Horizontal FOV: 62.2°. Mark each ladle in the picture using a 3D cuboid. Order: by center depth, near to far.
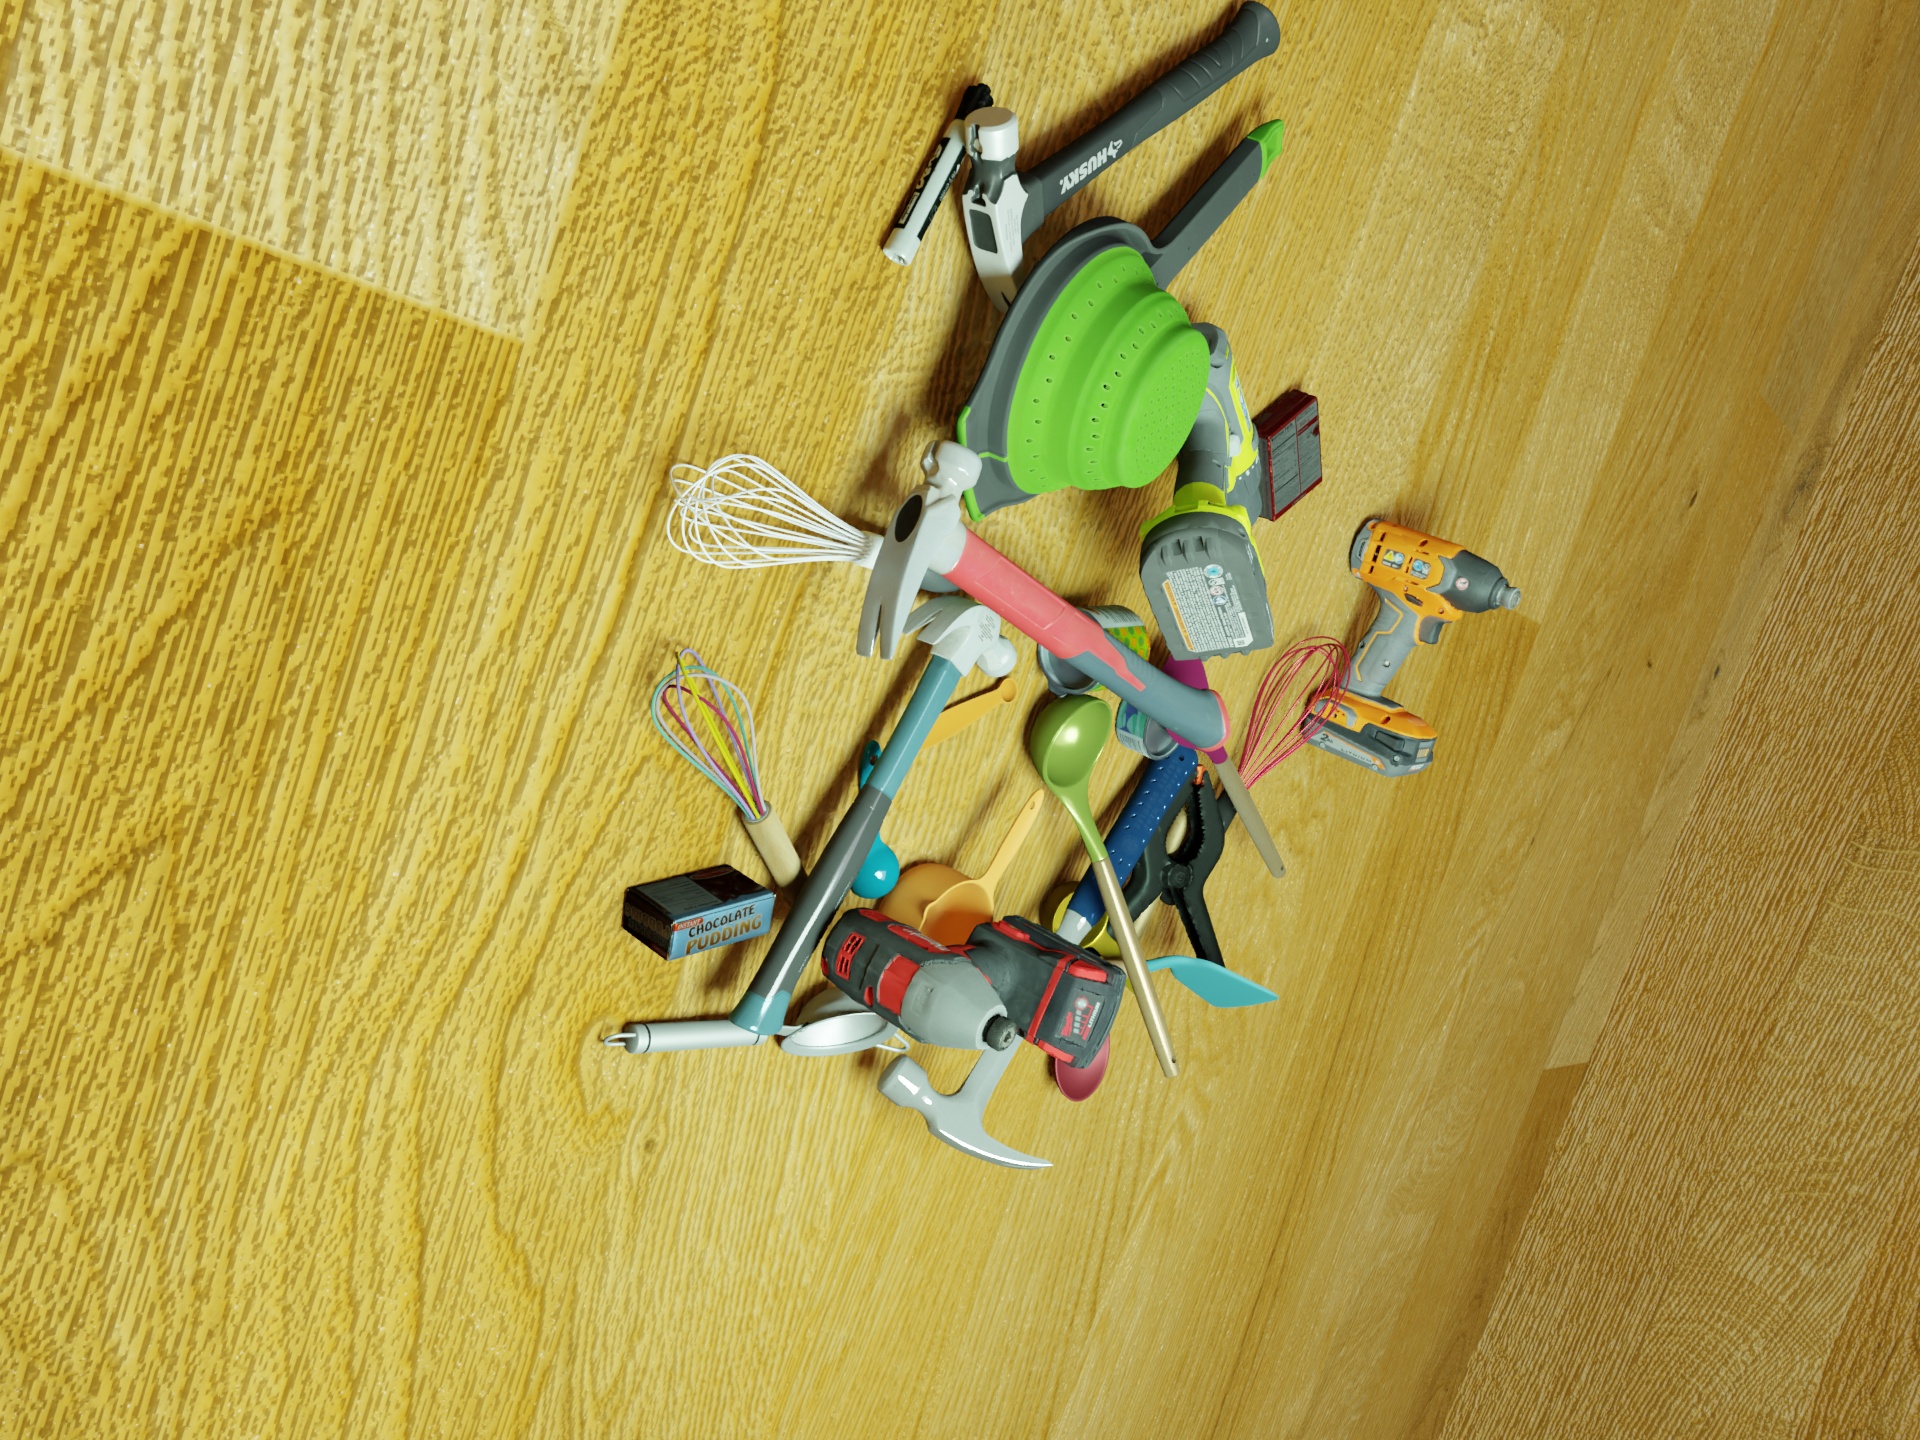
[{"bbox_3d":[0.126,0.132,1.249,0.078,0.062,0.320,-24,98,-40],"label":"ladle"},{"bbox_3d":[0.156,0.193,1.442,0.069,0.031,0.315,28,84,-39],"label":"ladle"}]

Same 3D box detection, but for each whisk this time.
[{"bbox_3d":[-0.077,-0.112,0.986,0.284,0.070,0.070,8,102,-57],"label":"whisk"},{"bbox_3d":[-0.136,0.048,1.005,0.051,0.047,0.244,-48,142,-25],"label":"whisk"},{"bbox_3d":[0.270,0.046,1.477,0.296,0.073,0.073,-56,142,-5],"label":"whisk"}]

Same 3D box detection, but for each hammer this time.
[{"bbox_3d":[0.117,-0.397,1.071,0.335,0.035,0.146,-44,146,-30],"label":"hammer"},{"bbox_3d":[-0.061,0.061,1.073,0.331,0.033,0.128,-62,153,-13],"label":"hammer"},{"bbox_3d":[0.077,-0.042,1.109,0.385,0.038,0.143,31,76,-46],"label":"hammer"},{"bbox_3d":[0.094,0.173,1.284,0.144,0.035,0.406,39,60,-7],"label":"hammer"}]

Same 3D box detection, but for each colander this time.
[{"bbox_3d":[0.149,-0.281,1.095,0.397,0.094,0.204,-51,155,-23],"label":"colander"}]

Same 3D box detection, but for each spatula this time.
[{"bbox_3d":[0.121,0.219,1.330,0.317,0.082,0.044,5,73,-31],"label":"spatula"}]

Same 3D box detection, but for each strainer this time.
[{"bbox_3d":[-0.134,0.211,1.093,0.258,0.050,0.087,8,146,-46],"label":"strainer"}]

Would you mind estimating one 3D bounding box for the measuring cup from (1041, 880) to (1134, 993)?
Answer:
[{"bbox_3d":[0.121,0.193,1.370,0.062,0.029,0.156,-48,126,-9],"label":"measuring cup"}]

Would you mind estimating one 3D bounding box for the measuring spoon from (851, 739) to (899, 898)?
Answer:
[{"bbox_3d":[-0.057,0.073,1.127,0.042,0.021,0.128,-26,128,-40],"label":"measuring spoon"}]

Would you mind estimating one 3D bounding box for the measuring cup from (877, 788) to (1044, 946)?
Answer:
[{"bbox_3d":[0.000,0.116,1.196,0.174,0.052,0.095,-57,142,-15],"label":"measuring cup"}]

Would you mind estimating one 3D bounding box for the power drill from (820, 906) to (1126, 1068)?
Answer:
[{"bbox_3d":[0.018,0.185,1.090,0.219,0.143,0.078,17,96,-56],"label":"power drill"}]

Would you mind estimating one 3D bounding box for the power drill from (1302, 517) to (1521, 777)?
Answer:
[{"bbox_3d":[0.432,-0.064,1.527,0.084,0.164,0.226,-4,114,-50],"label":"power drill"}]

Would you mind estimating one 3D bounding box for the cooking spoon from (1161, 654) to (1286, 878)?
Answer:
[{"bbox_3d":[0.237,0.048,1.400,0.069,0.017,0.318,-57,137,-23],"label":"cooking spoon"}]

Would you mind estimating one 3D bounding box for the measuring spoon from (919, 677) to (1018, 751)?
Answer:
[{"bbox_3d":[-0.002,-0.004,1.166,0.117,0.011,0.021,-28,114,-35],"label":"measuring spoon"}]

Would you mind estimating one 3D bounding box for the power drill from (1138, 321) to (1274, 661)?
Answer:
[{"bbox_3d":[0.190,-0.158,1.194,0.190,0.080,0.229,61,29,-46],"label":"power drill"}]
